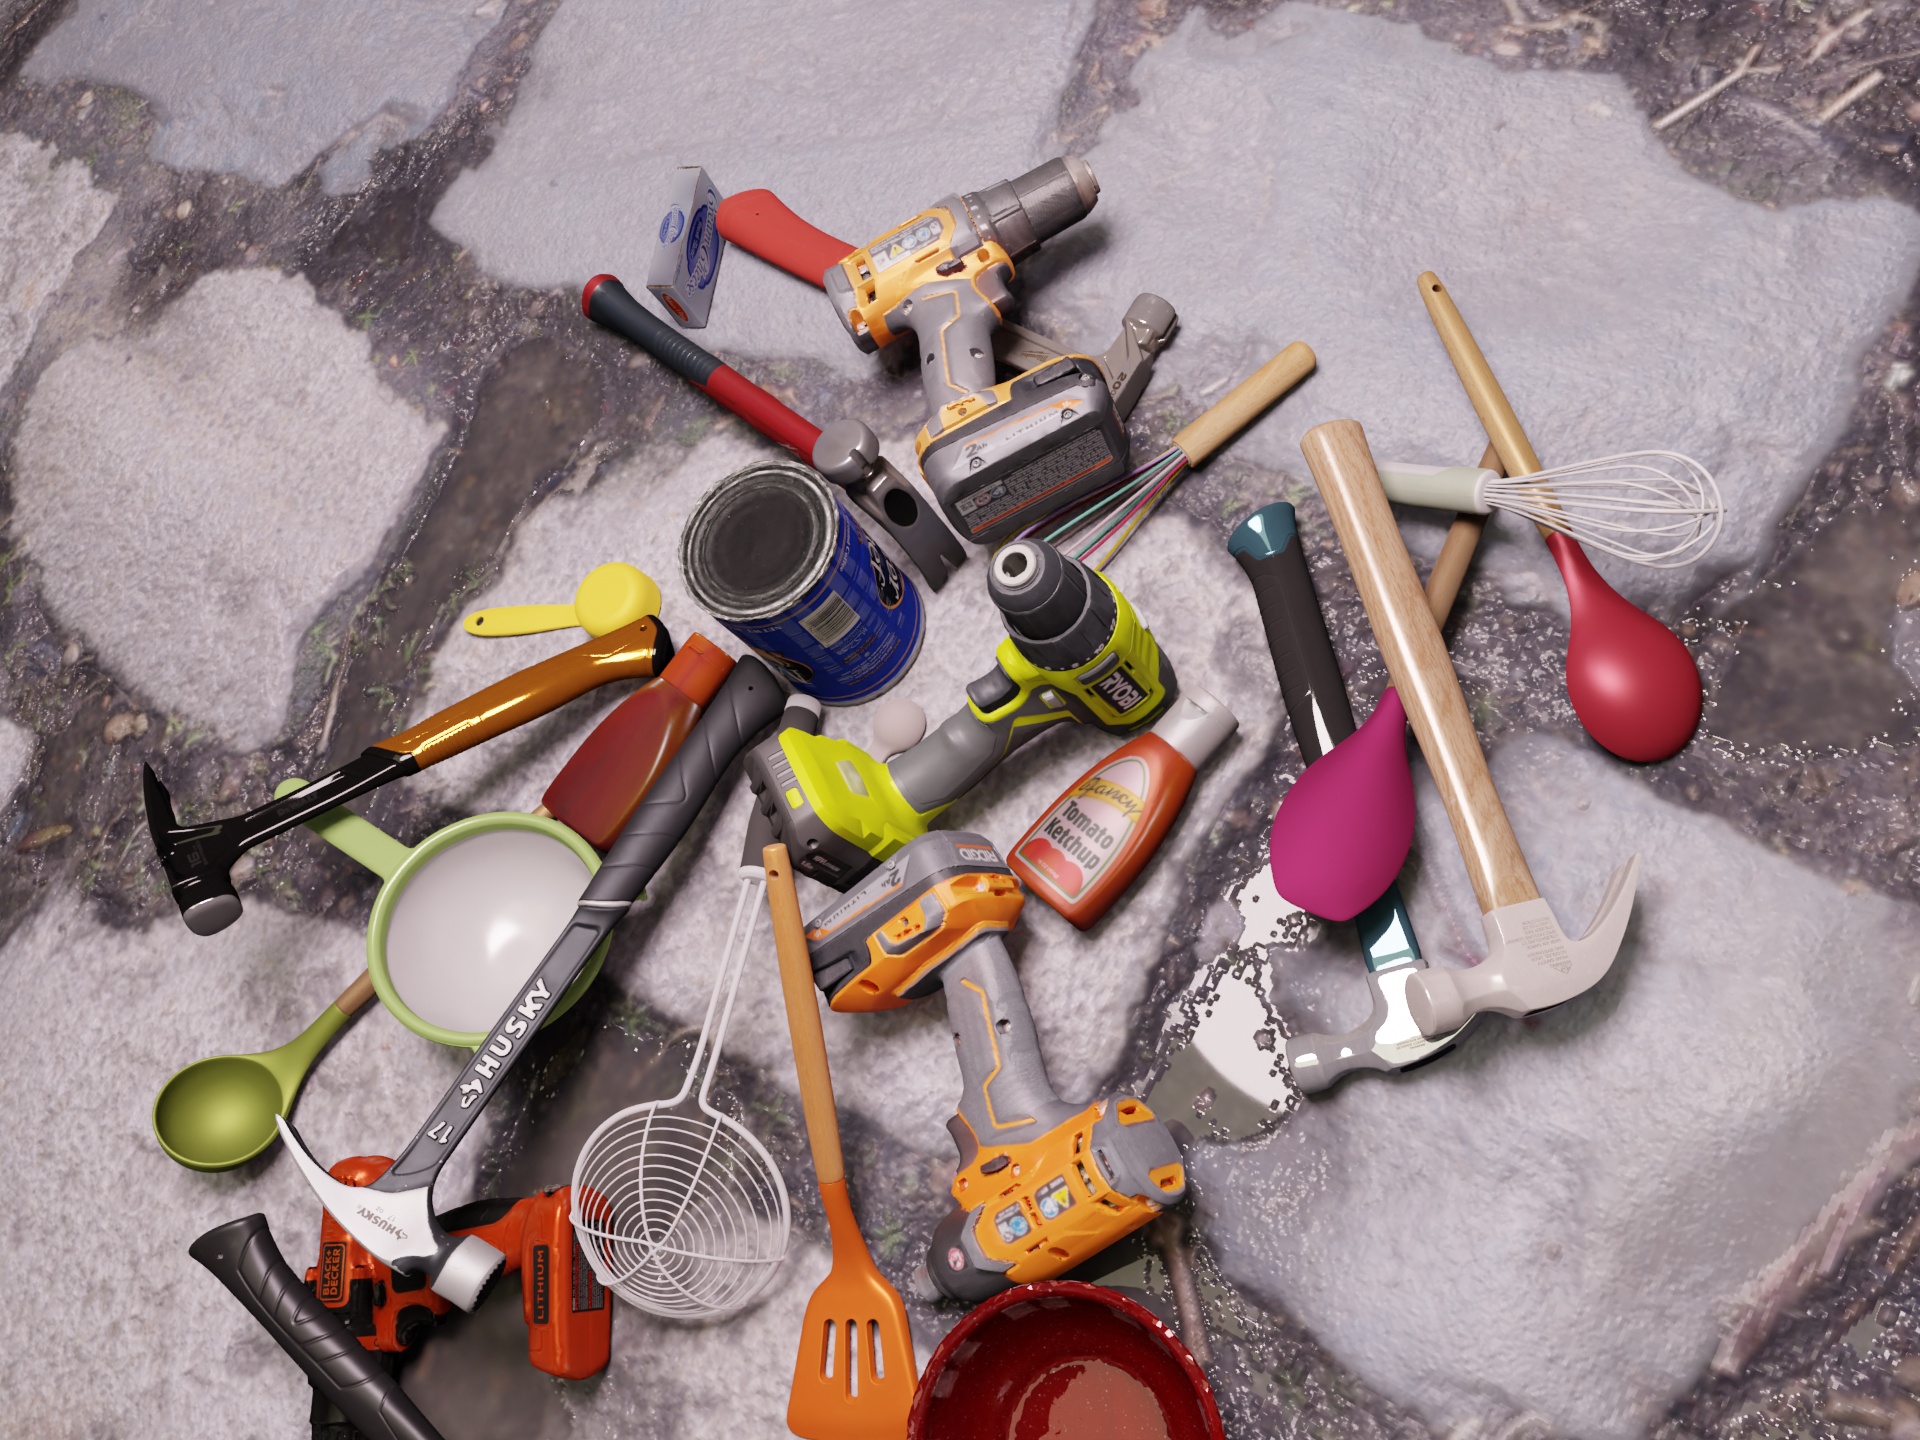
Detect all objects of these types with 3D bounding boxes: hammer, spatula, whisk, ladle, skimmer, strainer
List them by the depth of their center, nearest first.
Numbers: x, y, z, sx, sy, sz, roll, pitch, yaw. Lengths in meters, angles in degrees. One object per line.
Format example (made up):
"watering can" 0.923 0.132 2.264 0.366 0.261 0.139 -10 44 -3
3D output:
"hammer" 0.246 -0.012 0.823 0.130 0.031 0.332 -12 69 -8
"spatula" -0.076 0.226 0.850 0.081 0.041 0.322 -7 97 19
"whisk" 0.289 -0.122 0.850 0.246 0.058 0.059 19 121 50
"hammer" -0.308 0.397 0.873 0.335 0.035 0.146 39 97 15
"hammer" 0.205 0.027 0.873 0.128 0.033 0.331 -18 65 15
"ladle" 0.319 -0.123 0.876 0.069 0.031 0.316 -17 67 -3
"hammer" -0.225 0.123 0.934 0.149 0.036 0.409 29 65 7
"skimmer" -0.131 0.159 0.941 0.127 0.090 0.364 8 61 9
"whisk" 0.116 -0.152 0.971 0.245 0.051 0.047 -39 56 -1
"strainer" -0.328 0.113 1.005 0.256 0.069 0.151 28 67 18
"hammer" -0.342 0.010 1.013 0.337 0.034 0.127 -27 55 -18
"ladle" -0.387 0.167 1.031 0.320 0.062 0.078 -44 73 -3
"hammer" -0.144 -0.212 1.074 0.038 0.143 0.387 -48 51 -3
"hammer" -0.036 -0.277 1.080 0.359 0.036 0.149 31 83 27

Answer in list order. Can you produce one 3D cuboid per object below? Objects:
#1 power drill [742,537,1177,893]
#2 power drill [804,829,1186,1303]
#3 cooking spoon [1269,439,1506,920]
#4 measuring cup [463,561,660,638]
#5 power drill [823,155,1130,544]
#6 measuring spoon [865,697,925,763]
"power drill" -0.001 -0.003 0.878 0.228 0.190 0.080 -35 62 10
"power drill" 0.001 0.192 0.855 0.164 0.084 0.227 -40 64 23
"cooking spoon" 0.246 -0.036 0.860 0.069 0.017 0.319 21 68 16
"measuring cup" -0.282 -0.077 1.098 0.156 0.029 0.062 -4 69 17
"power drill" 0.029 -0.240 0.981 0.185 0.084 0.226 -27 59 7
"measuring spoon" -0.068 0.036 0.981 0.034 0.018 0.124 37 87 28
